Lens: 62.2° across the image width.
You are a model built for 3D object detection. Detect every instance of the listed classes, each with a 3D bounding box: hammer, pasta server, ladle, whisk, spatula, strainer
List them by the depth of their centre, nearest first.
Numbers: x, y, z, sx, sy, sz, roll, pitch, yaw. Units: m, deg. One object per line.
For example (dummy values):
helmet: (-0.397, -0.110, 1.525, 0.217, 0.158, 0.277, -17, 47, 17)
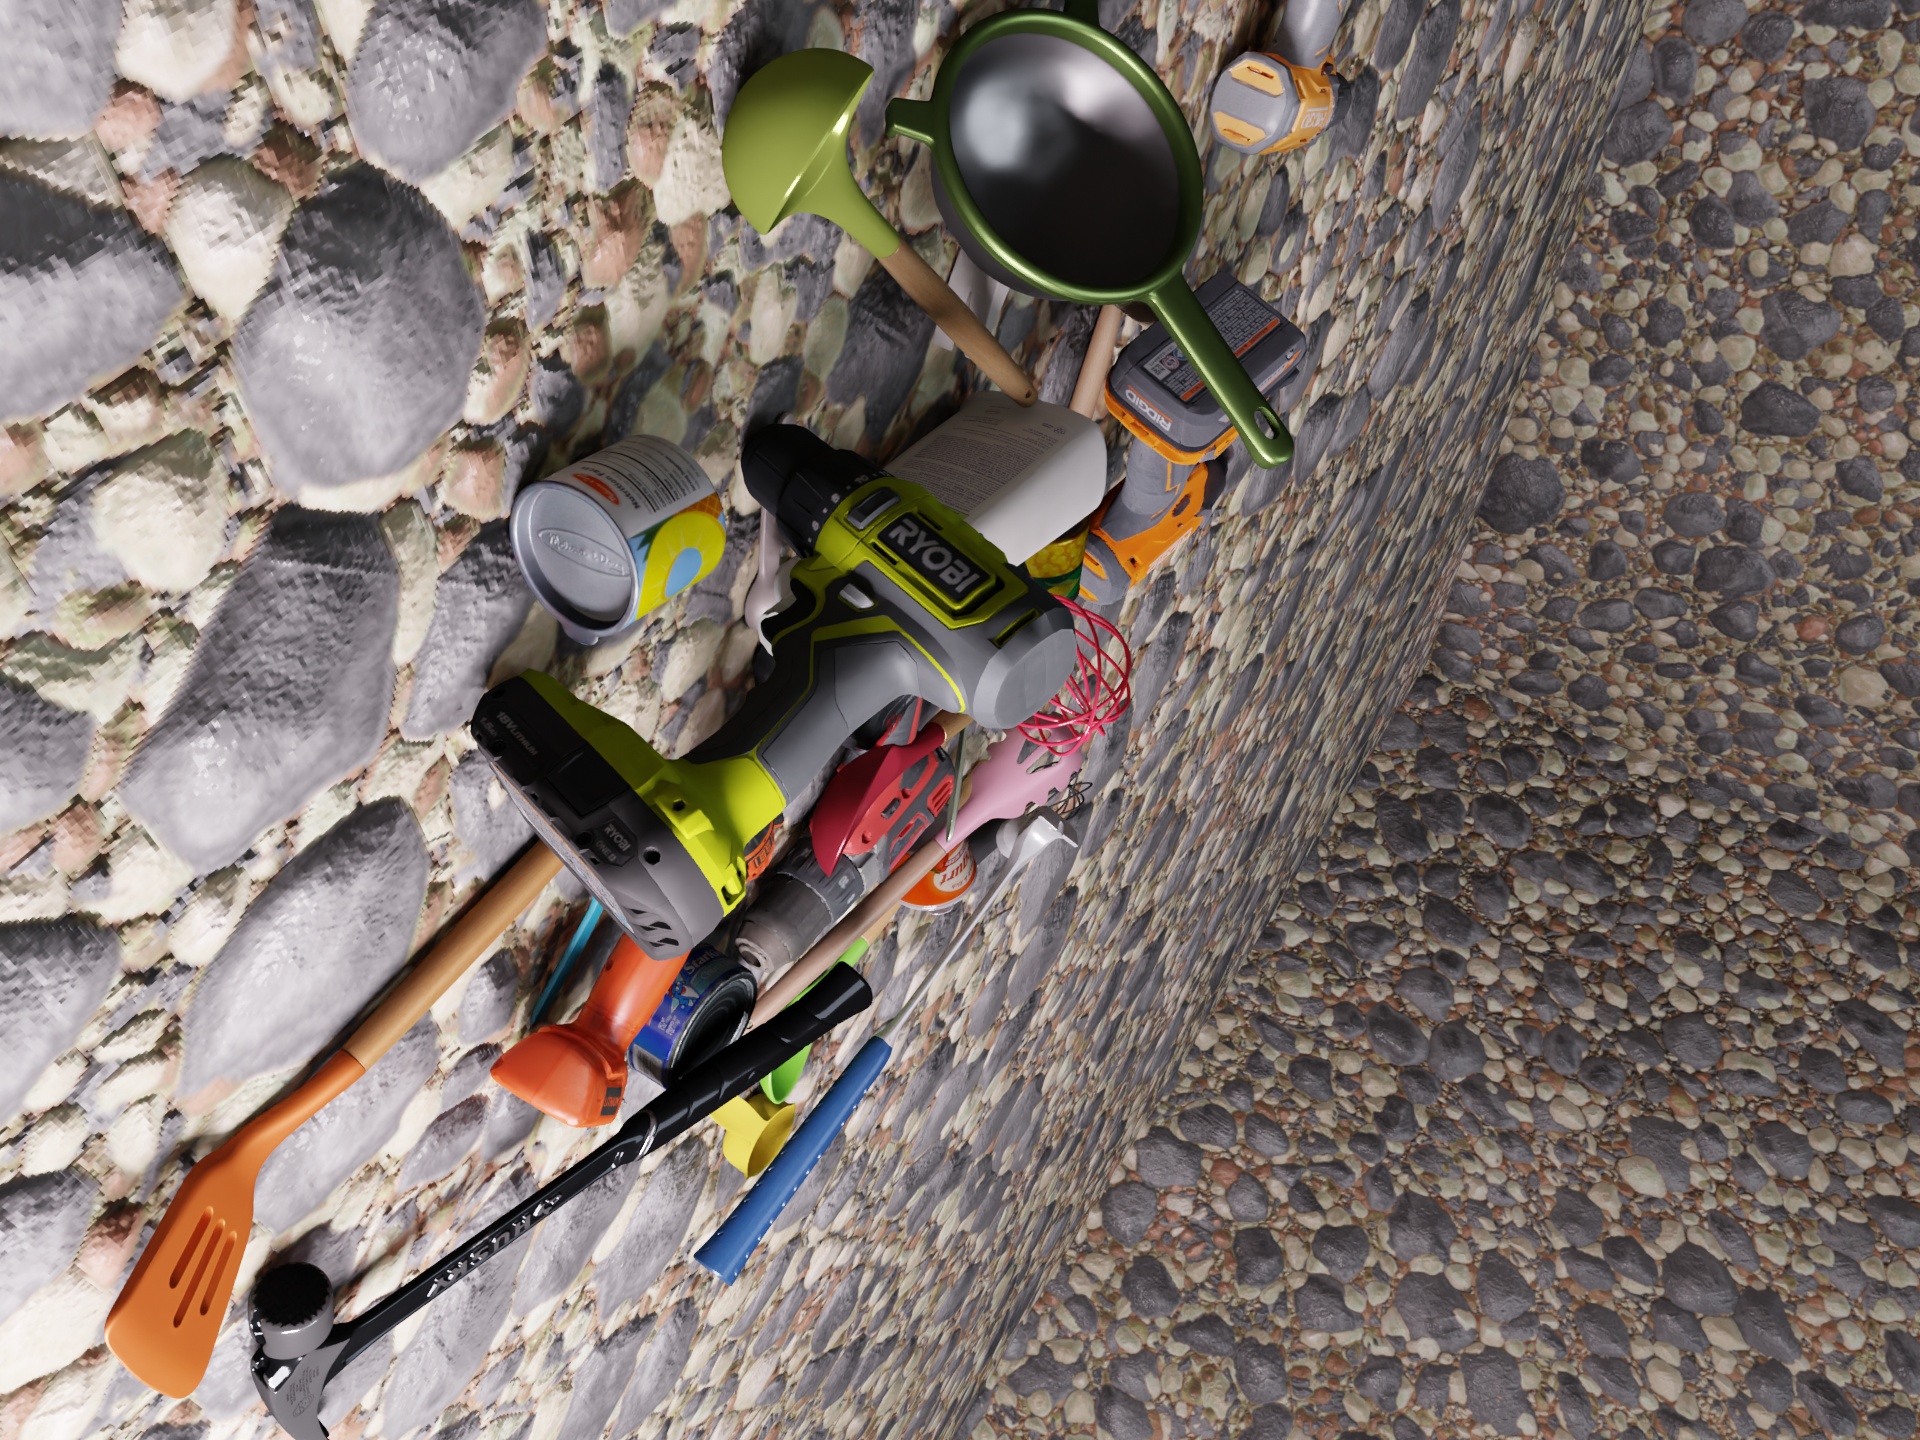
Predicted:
spatula: (-0.238, 0.133, 0.688, 0.323, 0.041, 0.081, -51, 156, -32)
ladle: (-0.015, -0.206, 0.745, 0.078, 0.062, 0.320, -55, 155, 4)
strainer: (0.073, -0.225, 0.794, 0.151, 0.256, 0.069, -44, -168, -28)
hammer: (-0.191, 0.242, 0.870, 0.409, 0.036, 0.149, -29, 144, -44)
whisk: (0.036, -0.064, 0.890, 0.296, 0.073, 0.073, -110, -145, -61)
ladle: (-0.001, -0.003, 0.895, 0.315, 0.031, 0.069, -41, 161, -54)
hammer: (0.113, -0.265, 1.016, 0.410, 0.038, 0.146, 0, 117, -63)
pasta server: (-0.035, 0.104, 1.077, 0.316, 0.060, 0.040, -43, 175, -11)
spatula: (0.063, -0.147, 1.108, 0.060, 0.018, 0.315, -55, 164, -63)
hammer: (-0.048, 0.220, 1.133, 0.405, 0.035, 0.144, -52, -176, -18)
whisk: (0.037, 0.088, 1.300, 0.239, 0.055, 0.055, -29, 142, -50)

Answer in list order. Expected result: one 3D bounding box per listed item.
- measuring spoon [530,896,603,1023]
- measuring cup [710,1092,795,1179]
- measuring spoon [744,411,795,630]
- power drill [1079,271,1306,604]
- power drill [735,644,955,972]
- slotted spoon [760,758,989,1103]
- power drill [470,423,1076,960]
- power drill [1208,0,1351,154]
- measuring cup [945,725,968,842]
measuring spoon: (-0.194, 0.098, 0.795, 0.128, 0.021, 0.042, -60, 176, 18)
measuring cup: (-0.154, 0.270, 1.087, 0.062, 0.029, 0.156, -57, 157, -17)
measuring spoon: (-0.089, -0.096, 0.801, 0.034, 0.018, 0.124, -40, 149, -47)
power drill: (0.150, -0.188, 1.065, 0.164, 0.084, 0.226, -42, 166, -24)
power drill: (-0.069, 0.033, 0.934, 0.188, 0.080, 0.226, -49, 159, -33)
slotted spoon: (-0.059, 0.142, 1.159, 0.314, 0.031, 0.070, -53, 152, -31)
power drill: (-0.090, -0.026, 0.692, 0.228, 0.191, 0.080, -40, 153, -19)
power drill: (0.254, -0.495, 1.067, 0.185, 0.084, 0.226, -34, 149, -54)
measuring cup: (0.020, 0.007, 1.072, 0.083, 0.038, 0.168, 123, -21, -67)
